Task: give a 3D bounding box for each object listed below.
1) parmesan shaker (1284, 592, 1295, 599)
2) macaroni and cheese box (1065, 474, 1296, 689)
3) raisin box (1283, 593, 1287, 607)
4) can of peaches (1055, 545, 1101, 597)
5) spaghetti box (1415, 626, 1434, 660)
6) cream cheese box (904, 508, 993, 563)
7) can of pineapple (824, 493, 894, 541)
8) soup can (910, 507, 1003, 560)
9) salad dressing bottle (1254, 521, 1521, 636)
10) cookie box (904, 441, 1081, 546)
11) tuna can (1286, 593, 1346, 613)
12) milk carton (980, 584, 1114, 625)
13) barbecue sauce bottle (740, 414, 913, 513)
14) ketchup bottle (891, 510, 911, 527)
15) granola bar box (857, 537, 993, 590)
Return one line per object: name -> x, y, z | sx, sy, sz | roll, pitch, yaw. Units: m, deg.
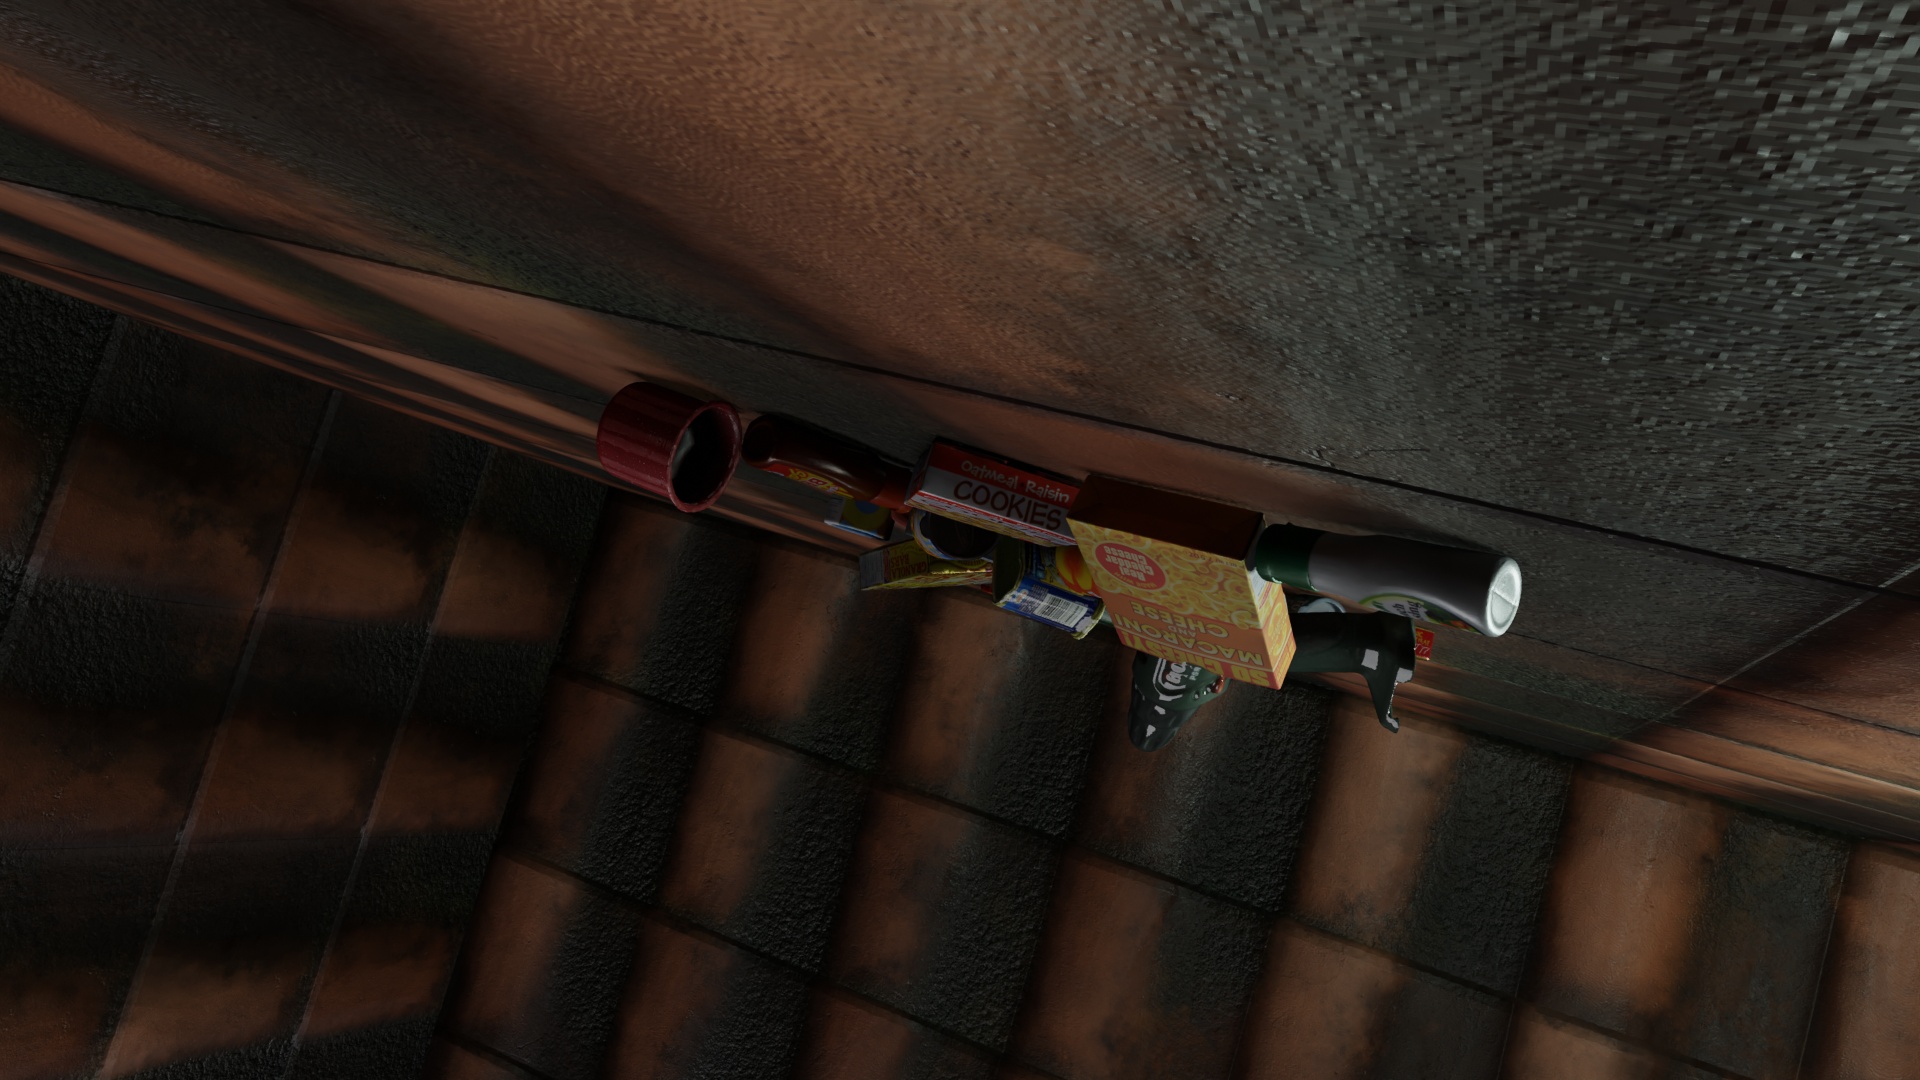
parmesan shaker -> 0.273, 0.072, 1.298 | 0.103, 0.071, 0.071 | 13, 174, 34
macaroni and cheese box -> 0.151, 0.031, 0.932 | 0.124, 0.040, 0.165 | 15, 152, 30
raisin box -> 0.224, 0.056, 1.160 | 0.086, 0.040, 0.123 | -10, 162, 17
can of peaches -> 0.116, 0.016, 1.084 | 0.071, 0.071, 0.058 | 19, 176, -27
spaghetti box -> 0.373, 0.090, 1.355 | 0.050, 0.028, 0.250 | 17, 176, -11
cream cheese box -> 0.004, -0.016, 1.239 | 0.104, 0.053, 0.024 | 19, 176, -29
can of pineapple -> -0.089, -0.035, 1.323 | 0.071, 0.058, 0.071 | 16, 176, 1
soup can -> -0.006, -0.016, 1.165 | 0.071, 0.071, 0.083 | 17, 176, -11
salad dressing bottle -> 0.241, 0.019, 0.798 | 0.147, 0.044, 0.064 | 13, 173, 44
cookie box -> 0.027, -0.032, 1.026 | 0.123, 0.040, 0.167 | 17, 177, -5
tuna can -> 0.308, 0.080, 1.228 | 0.071, 0.071, 0.033 | 19, 175, -30
milk carton -> 0.087, 0.033, 1.428 | 0.072, 0.073, 0.190 | 18, 176, -32
barbecue sauce bottle -> -0.101, -0.060, 1.129 | 0.148, 0.043, 0.065 | 19, 174, -35
ketchup bottle -> -0.023, -0.022, 1.333 | 0.065, 0.043, 0.148 | 8, 175, 9
granola bar box -> 0.004, 0.019, 1.332 | 0.166, 0.039, 0.124 | -2, 173, -35
